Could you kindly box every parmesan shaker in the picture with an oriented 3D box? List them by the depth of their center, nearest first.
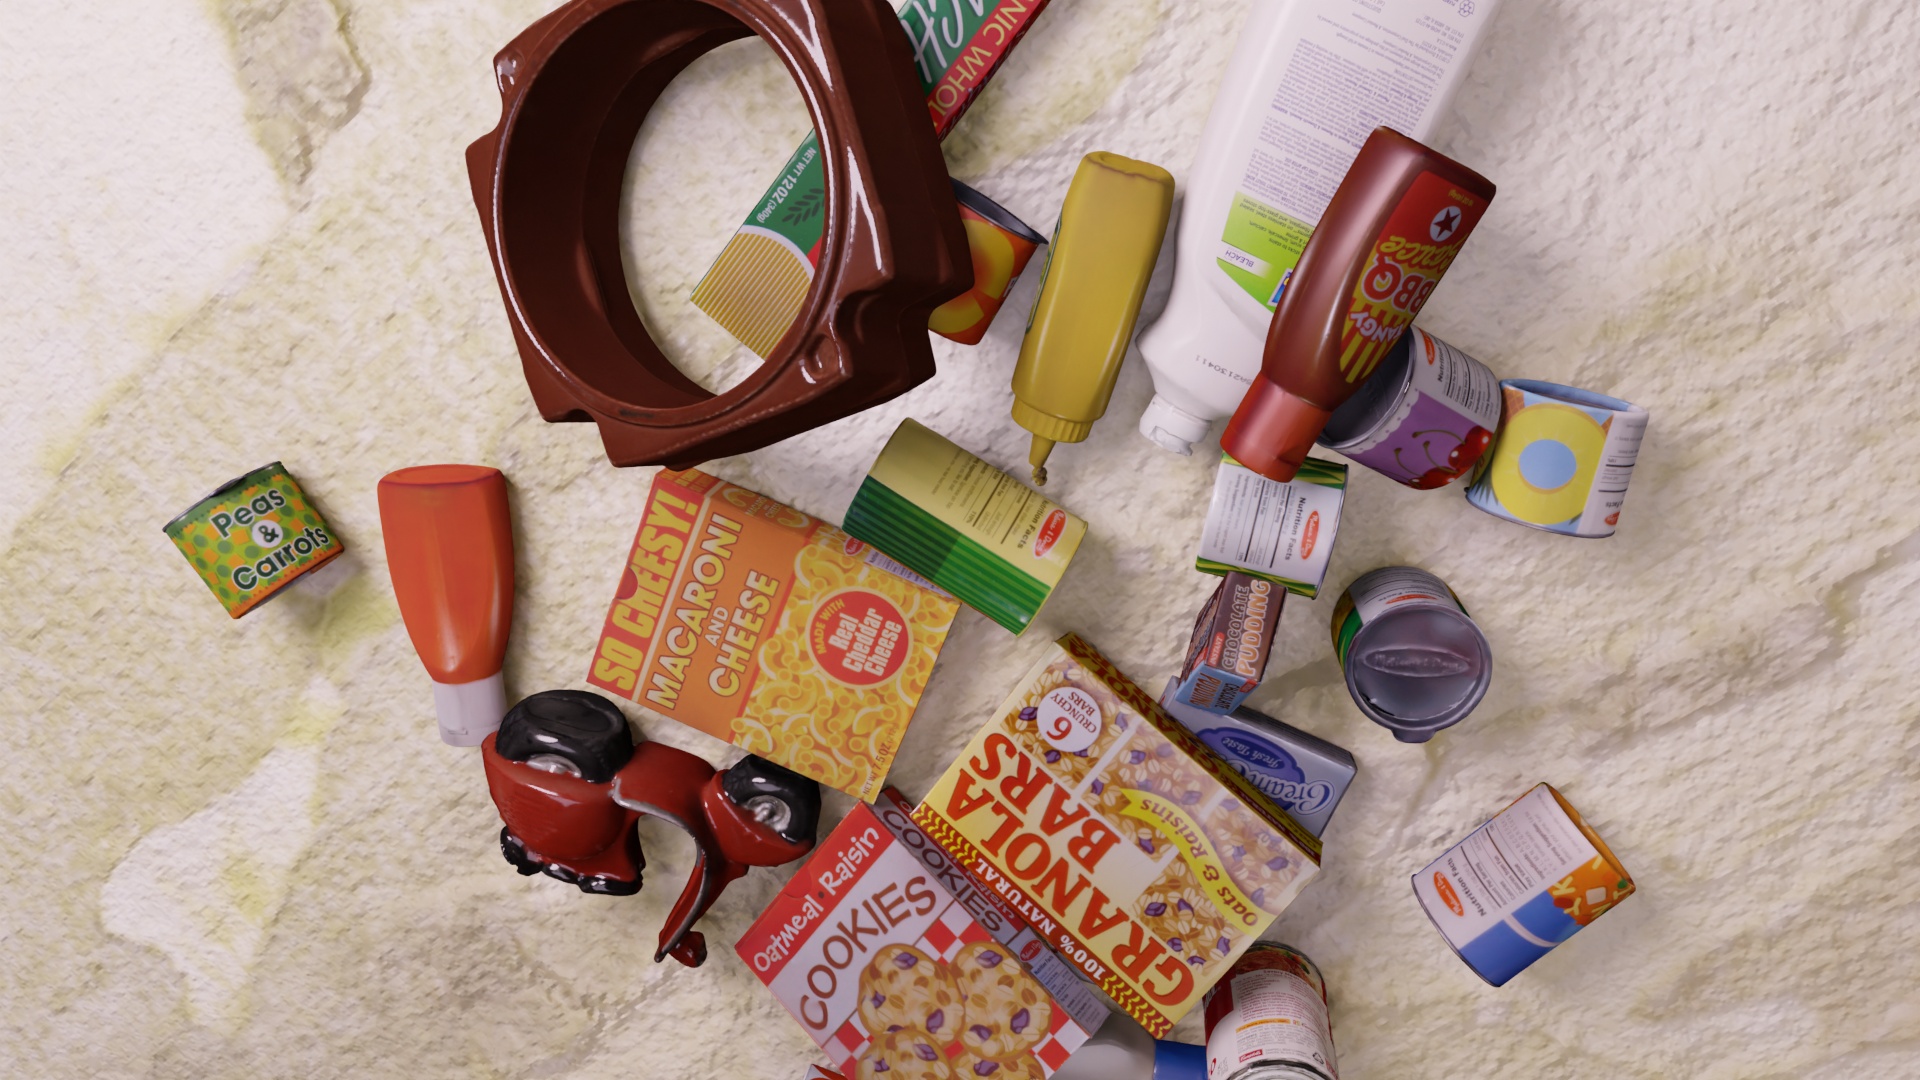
[{"bbox_3d":[0.002,-0.009,0.680,0.103,0.071,0.071,31,108,0],"label":"parmesan shaker"}]

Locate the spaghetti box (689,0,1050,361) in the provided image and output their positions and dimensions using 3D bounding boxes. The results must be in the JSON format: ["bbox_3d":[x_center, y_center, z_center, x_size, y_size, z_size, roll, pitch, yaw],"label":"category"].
[{"bbox_3d":[-0.035,-0.194,0.648,0.050,0.029,0.249,39,107,-6],"label":"spaghetti box"}]

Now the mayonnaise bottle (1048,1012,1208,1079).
[{"bbox_3d":[0.069,0.289,0.770,0.148,0.041,0.064,7,104,4],"label":"mayonnaise bottle"}]

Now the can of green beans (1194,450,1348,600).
[{"bbox_3d":[0.146,-0.010,0.656,0.058,0.071,0.071,14,108,10],"label":"can of green beans"}]

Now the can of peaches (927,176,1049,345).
[{"bbox_3d":[-0.003,-0.130,0.643,0.071,0.071,0.058,32,108,-3],"label":"can of peaches"}]

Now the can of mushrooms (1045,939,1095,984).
[{"bbox_3d":[0.080,0.201,0.746,0.071,0.033,0.070,2,107,8],"label":"can of mushrooms"}]

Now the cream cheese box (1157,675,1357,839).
[{"bbox_3d":[0.145,0.115,0.717,0.104,0.024,0.053,24,108,0],"label":"cream cheese box"}]

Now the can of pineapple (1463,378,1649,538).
[{"bbox_3d":[0.270,-0.039,0.634,0.071,0.071,0.057,11,107,4],"label":"can of pineapple"}]

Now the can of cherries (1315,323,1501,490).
[{"bbox_3d":[0.197,-0.061,0.629,0.058,0.072,0.071,21,110,-27],"label":"can of cherries"}]

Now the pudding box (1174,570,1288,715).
[{"bbox_3d":[0.128,0.051,0.663,0.030,0.083,0.050,17,73,5],"label":"pudding box"}]

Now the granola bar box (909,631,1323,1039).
[{"bbox_3d":[0.077,0.145,0.696,0.166,0.039,0.124,40,105,10],"label":"granola bar box"}]

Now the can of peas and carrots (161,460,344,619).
[{"bbox_3d":[-0.368,-0.001,0.727,0.071,0.071,0.058,-30,101,15],"label":"can of peas and carrots"}]

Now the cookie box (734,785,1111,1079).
[{"bbox_3d":[-0.024,0.233,0.739,0.168,0.040,0.122,44,107,15],"label":"cookie box"}]

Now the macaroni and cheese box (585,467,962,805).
[{"bbox_3d":[-0.096,0.047,0.720,0.166,0.040,0.123,23,107,0],"label":"macaroni and cheese box"}]

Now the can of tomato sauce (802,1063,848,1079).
[{"bbox_3d":[-0.059,0.343,0.788,0.083,0.071,0.071,22,108,1],"label":"can of tomato sauce"}]

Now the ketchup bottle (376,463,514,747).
[{"bbox_3d":[-0.267,0.035,0.738,0.065,0.044,0.148,1,107,9],"label":"ketchup bottle"}]

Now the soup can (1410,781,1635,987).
[{"bbox_3d":[0.282,0.172,0.695,0.083,0.071,0.071,-43,97,16],"label":"soup can"}]

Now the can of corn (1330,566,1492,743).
[{"bbox_3d":[0.216,0.054,0.672,0.071,0.058,0.071,2,107,7],"label":"can of corn"}]

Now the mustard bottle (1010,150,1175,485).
[{"bbox_3d":[0.055,-0.098,0.647,0.049,0.065,0.159,18,112,3],"label":"mustard bottle"}]

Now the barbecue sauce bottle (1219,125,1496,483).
[{"bbox_3d":[0.162,-0.096,0.587,0.065,0.044,0.148,10,117,-39],"label":"barbecue sauce bottle"}]
